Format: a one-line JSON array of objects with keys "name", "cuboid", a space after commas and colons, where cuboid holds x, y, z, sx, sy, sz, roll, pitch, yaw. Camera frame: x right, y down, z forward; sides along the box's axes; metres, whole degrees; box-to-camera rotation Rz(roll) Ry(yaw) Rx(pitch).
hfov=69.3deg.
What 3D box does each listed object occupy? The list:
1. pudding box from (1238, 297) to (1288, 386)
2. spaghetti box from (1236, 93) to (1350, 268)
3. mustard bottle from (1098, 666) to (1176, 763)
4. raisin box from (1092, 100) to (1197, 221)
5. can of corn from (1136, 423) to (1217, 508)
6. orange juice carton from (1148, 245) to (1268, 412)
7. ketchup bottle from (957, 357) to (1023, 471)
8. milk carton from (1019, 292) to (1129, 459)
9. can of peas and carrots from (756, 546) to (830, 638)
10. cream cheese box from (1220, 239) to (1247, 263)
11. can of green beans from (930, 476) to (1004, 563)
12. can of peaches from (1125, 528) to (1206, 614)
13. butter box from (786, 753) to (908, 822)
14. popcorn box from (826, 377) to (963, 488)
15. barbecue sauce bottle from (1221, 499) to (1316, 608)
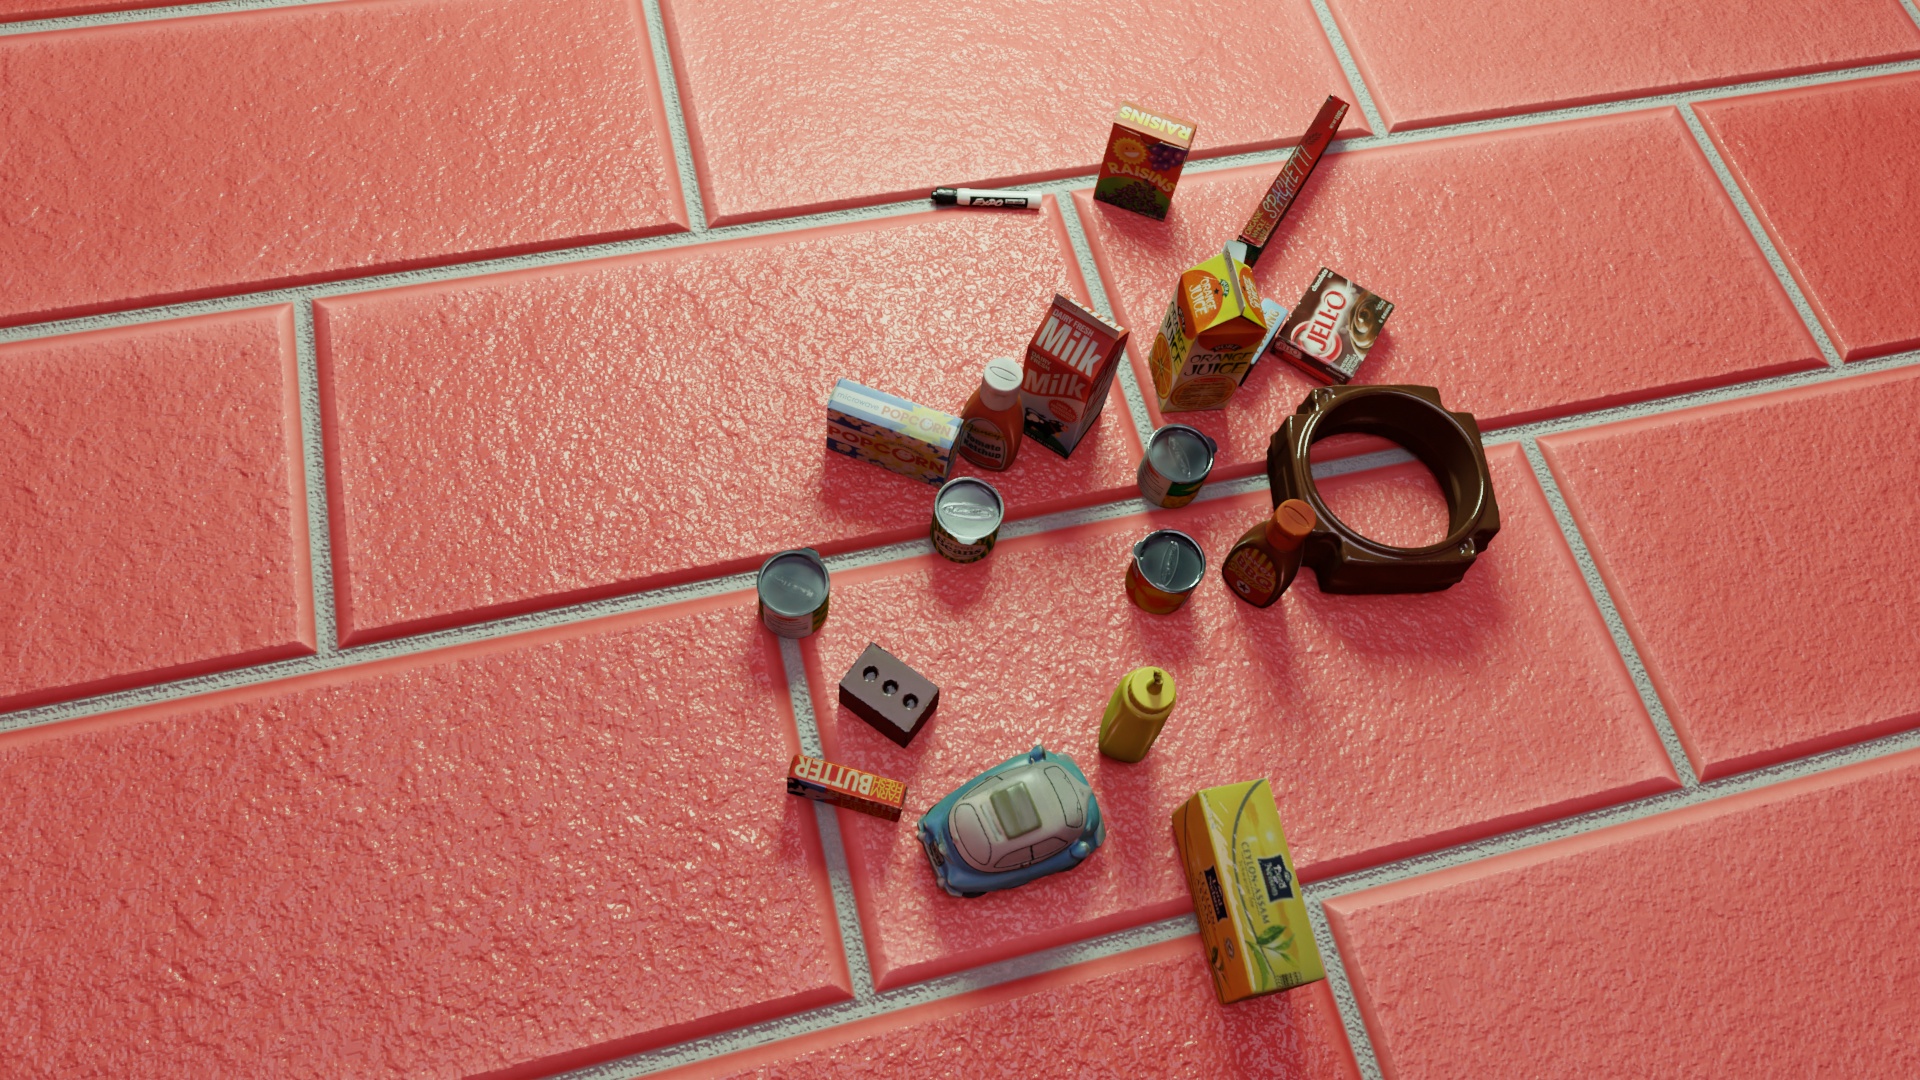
[{"name": "pudding box", "cuboid": [0.307, -0.208, 1.456, 0.030, 0.049, 0.084, 32, 66, 9]}, {"name": "spaghetti box", "cuboid": [0.368, -0.401, 1.554, 0.029, 0.050, 0.251, 30, 65, 8]}, {"name": "mustard bottle", "cuboid": [0.157, 0.146, 1.208, 0.049, 0.159, 0.065, 18, 64, 2]}, {"name": "raisin box", "cuboid": [0.197, -0.408, 1.498, 0.086, 0.123, 0.040, 20, 65, 4]}, {"name": "can of corn", "cuboid": [0.214, -0.074, 1.376, 0.071, 0.058, 0.071, 2, 65, -5]}, {"name": "orange juice carton", "cuboid": [0.246, -0.205, 1.368, 0.073, 0.191, 0.072, -5, 66, -8]}, {"name": "ketchup bottle", "cuboid": [0.032, -0.121, 1.328, 0.065, 0.148, 0.044, 24, 65, 5]}, {"name": "milk carton", "cuboid": [0.106, -0.165, 1.334, 0.072, 0.189, 0.074, 33, 66, 9]}, {"name": "can of peas and carrots", "cuboid": [-0.152, 0.048, 1.277, 0.071, 0.058, 0.071, 2, 65, -5]}, {"name": "cream cheese box", "cuboid": [0.277, -0.263, 1.476, 0.024, 0.053, 0.104, 17, 64, 2]}, {"name": "can of green beans", "cuboid": [0.005, -0.019, 1.327, 0.071, 0.057, 0.071, 2, 65, -5]}, {"name": "can of peaches", "cuboid": [0.192, 0.030, 1.324, 0.071, 0.057, 0.071, 2, 65, -5]}, {"name": "butter box", "cuboid": [-0.098, 0.215, 1.206, 0.103, 0.053, 0.024, 15, 64, 1]}, {"name": "popcorn box", "cuboid": [-0.066, -0.103, 1.344, 0.127, 0.085, 0.038, 19, 64, 3]}, {"name": "barbecue sauce bottle", "cuboid": [0.291, 0.010, 1.295, 0.065, 0.148, 0.044, 44, 68, 14]}]
